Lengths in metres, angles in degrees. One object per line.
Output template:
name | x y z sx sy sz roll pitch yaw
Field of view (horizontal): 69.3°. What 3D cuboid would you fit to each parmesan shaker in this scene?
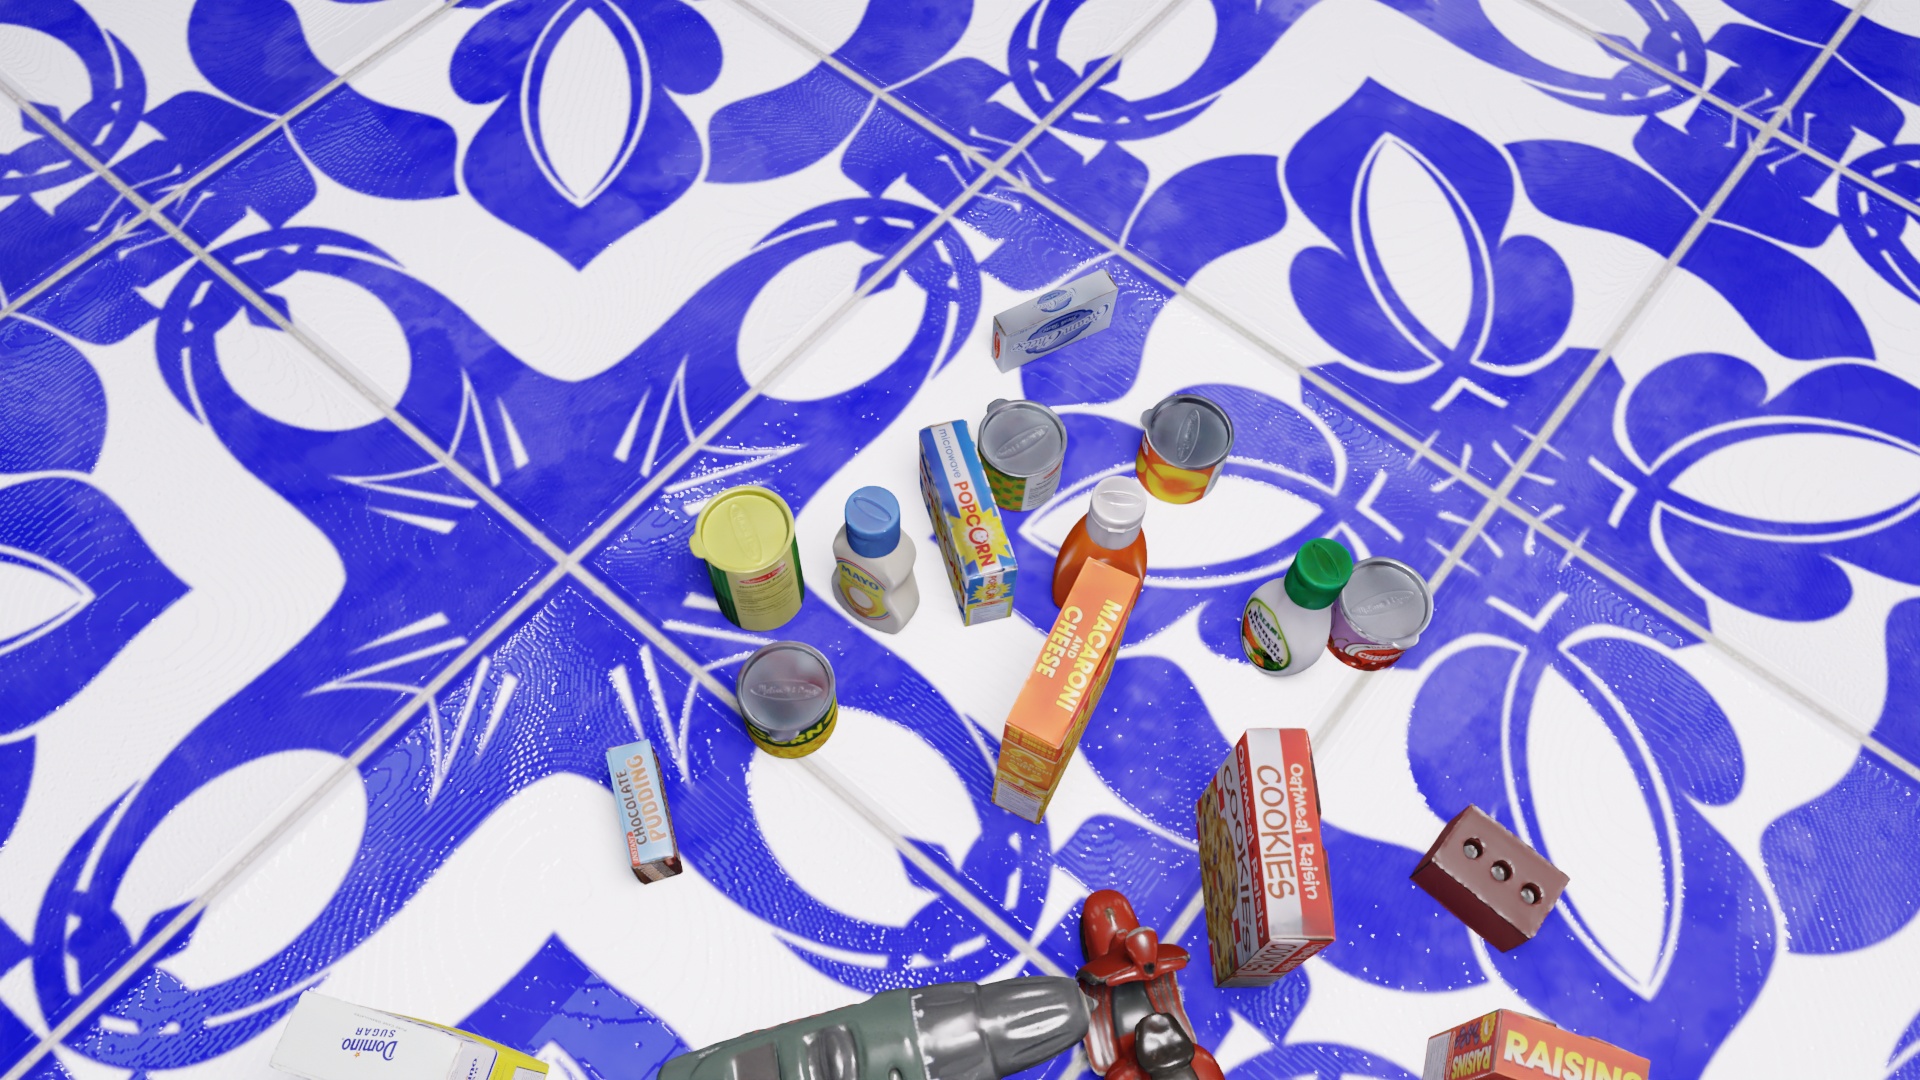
parmesan shaker | -0.148 0.015 0.972 0.071 0.102 0.071 1 63 -2

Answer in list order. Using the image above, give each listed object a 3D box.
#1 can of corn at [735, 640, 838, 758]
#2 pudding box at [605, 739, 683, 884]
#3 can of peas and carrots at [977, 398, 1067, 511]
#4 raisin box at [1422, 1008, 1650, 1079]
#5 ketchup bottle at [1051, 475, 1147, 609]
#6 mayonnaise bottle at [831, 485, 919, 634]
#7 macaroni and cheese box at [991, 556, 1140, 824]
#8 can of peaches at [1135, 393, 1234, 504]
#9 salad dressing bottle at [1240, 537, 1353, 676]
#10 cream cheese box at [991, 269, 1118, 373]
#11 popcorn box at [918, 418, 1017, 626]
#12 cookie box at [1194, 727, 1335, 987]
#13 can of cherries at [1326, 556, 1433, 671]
can of corn | -0.117 0.112 0.949 0.071 0.058 0.071 1 63 -2
pudding box | -0.208 0.179 0.916 0.030 0.049 0.084 -15 65 -9
can of peas and carrots | 0.043 -0.065 1.045 0.071 0.058 0.071 1 63 -2
raisin box | 0.338 0.318 0.825 0.086 0.123 0.040 18 64 7
ketchup bottle | 0.100 0.007 0.960 0.065 0.148 0.044 6 63 1
mayonnaise bottle | -0.059 0.013 0.952 0.065 0.147 0.041 30 66 12
macaroni and cheese box | 0.067 0.101 0.901 0.040 0.165 0.124 24 65 10
can of peaches | 0.167 -0.069 1.052 0.071 0.057 0.071 1 63 -2
salad dressing bottle | 0.229 0.045 0.946 0.044 0.147 0.064 -22 66 -13
cream cheese box | 0.073 -0.174 1.105 0.104 0.053 0.024 -25 67 -14
popcorn box | 0.004 -0.013 1.002 0.038 0.085 0.127 -14 65 -9
cookie box | 0.184 0.199 0.855 0.040 0.166 0.123 0 63 -2
can of cherries | 0.297 0.056 0.993 0.071 0.058 0.072 1 63 -2
